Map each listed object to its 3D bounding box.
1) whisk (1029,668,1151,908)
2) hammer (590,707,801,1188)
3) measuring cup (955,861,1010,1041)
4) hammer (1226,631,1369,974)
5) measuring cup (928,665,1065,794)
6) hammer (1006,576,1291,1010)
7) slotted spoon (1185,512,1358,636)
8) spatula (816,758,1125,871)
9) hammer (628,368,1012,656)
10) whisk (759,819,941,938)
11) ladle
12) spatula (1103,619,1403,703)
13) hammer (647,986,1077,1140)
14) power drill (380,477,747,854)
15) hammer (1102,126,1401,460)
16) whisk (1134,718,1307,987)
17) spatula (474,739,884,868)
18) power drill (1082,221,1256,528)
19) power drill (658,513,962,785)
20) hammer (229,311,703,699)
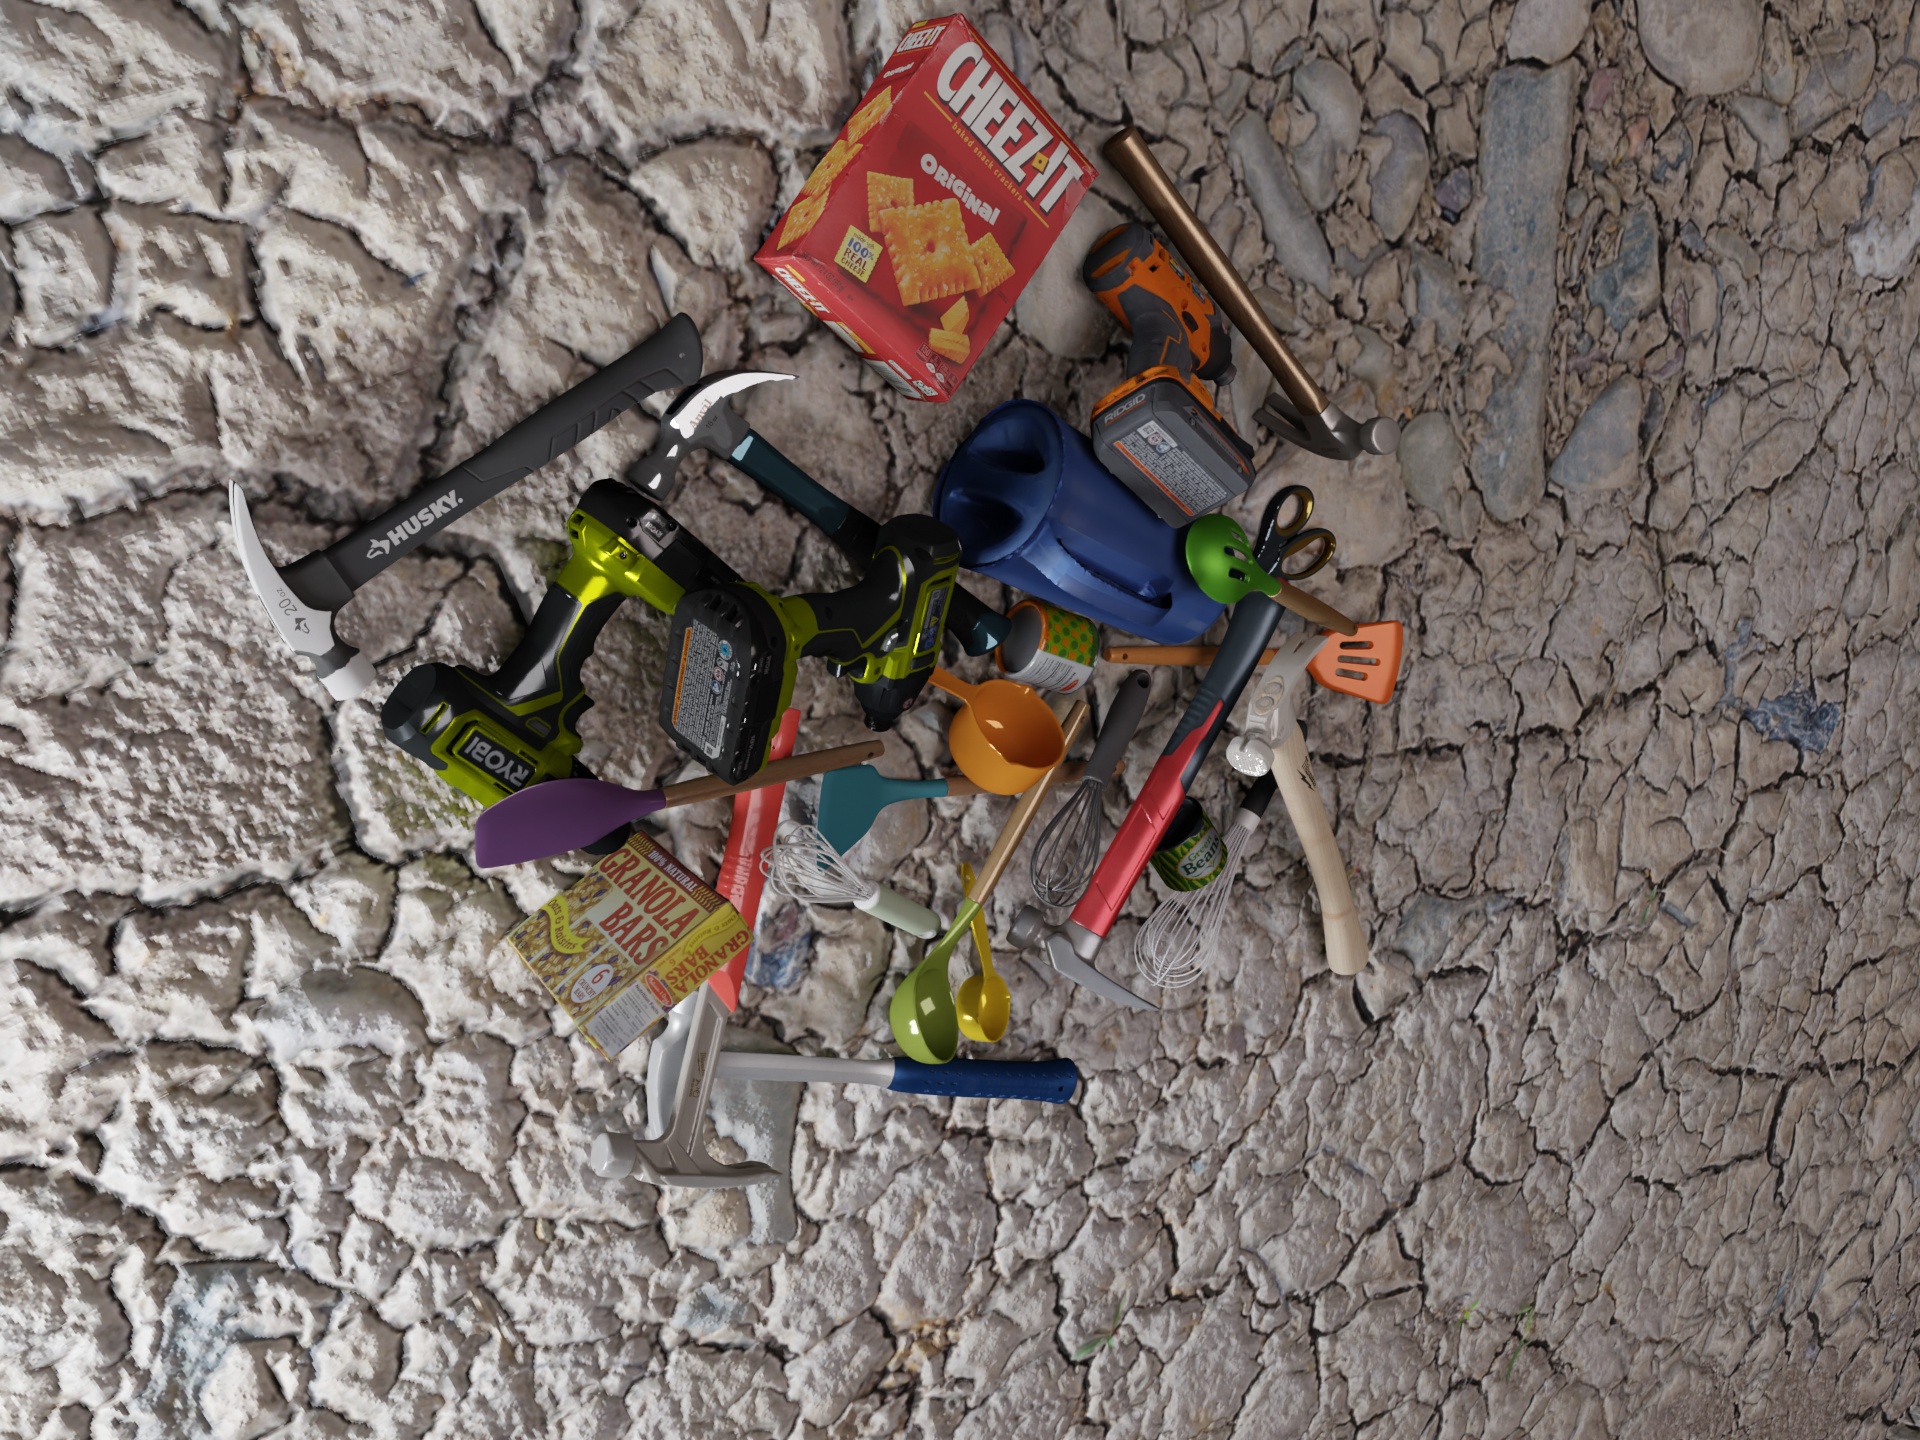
[{"bbox_3d":[0.114,0.053,1.321,0.055,0.055,0.239,47,56,-33],"label":"whisk"},{"bbox_3d":[-0.164,0.166,1.181,0.149,0.037,0.359,14,87,-36],"label":"hammer"},{"bbox_3d":[0.009,0.196,1.343,0.062,0.029,0.156,-23,104,-60],"label":"measuring cup"},{"bbox_3d":[0.332,0.100,1.467,0.146,0.038,0.410,-57,141,-27],"label":"hammer"},{"bbox_3d":[-0.002,-0.004,1.261,0.173,0.095,0.052,30,131,-11],"label":"measuring cup"},{"bbox_3d":[0.194,0.055,1.355,0.143,0.038,0.386,29,85,8],"label":"hammer"},{"bbox_3d":[0.270,-0.107,1.323,0.313,0.031,0.070,15,75,-55],"label":"slotted spoon"},{"bbox_3d":[0.014,0.057,1.294,0.317,0.044,0.082,-6,110,-33],"label":"spatula"},{"bbox_3d":[-0.083,-0.141,1.182,0.330,0.033,0.128,35,85,-35],"label":"hammer"},{"bbox_3d":[-0.077,0.130,1.218,0.246,0.058,0.059,37,42,-57],"label":"whisk"},{"bbox_3d":[0.034,0.129,1.291,0.320,0.062,0.078,-61,147,-5],"label":"ladle"},{"bbox_3d":[0.266,-0.056,1.426,0.322,0.041,0.081,-1,105,-32],"label":"spatula"},{"bbox_3d":[-0.071,0.296,1.314,0.405,0.035,0.144,12,97,-35],"label":"hammer"},{"bbox_3d":[-0.250,-0.029,1.081,0.228,0.080,0.190,-53,129,-6],"label":"power drill"},{"bbox_3d":[0.223,-0.338,1.286,0.031,0.130,0.331,-48,113,-12],"label":"hammer"},{"bbox_3d":[0.246,0.119,1.457,0.070,0.070,0.285,38,77,-34],"label":"whisk"},{"bbox_3d":[-0.186,0.047,1.114,0.316,0.018,0.059,-12,125,-35],"label":"spatula"},{"bbox_3d":[0.166,-0.259,1.220,0.164,0.084,0.227,36,41,-35],"label":"power drill"},{"bbox_3d":[-0.098,-0.043,1.115,0.223,0.080,0.171,-23,137,-46],"label":"power drill"},{"bbox_3d":[-0.305,-0.167,1.029,0.335,0.035,0.146,-39,122,-18],"label":"hammer"}]
